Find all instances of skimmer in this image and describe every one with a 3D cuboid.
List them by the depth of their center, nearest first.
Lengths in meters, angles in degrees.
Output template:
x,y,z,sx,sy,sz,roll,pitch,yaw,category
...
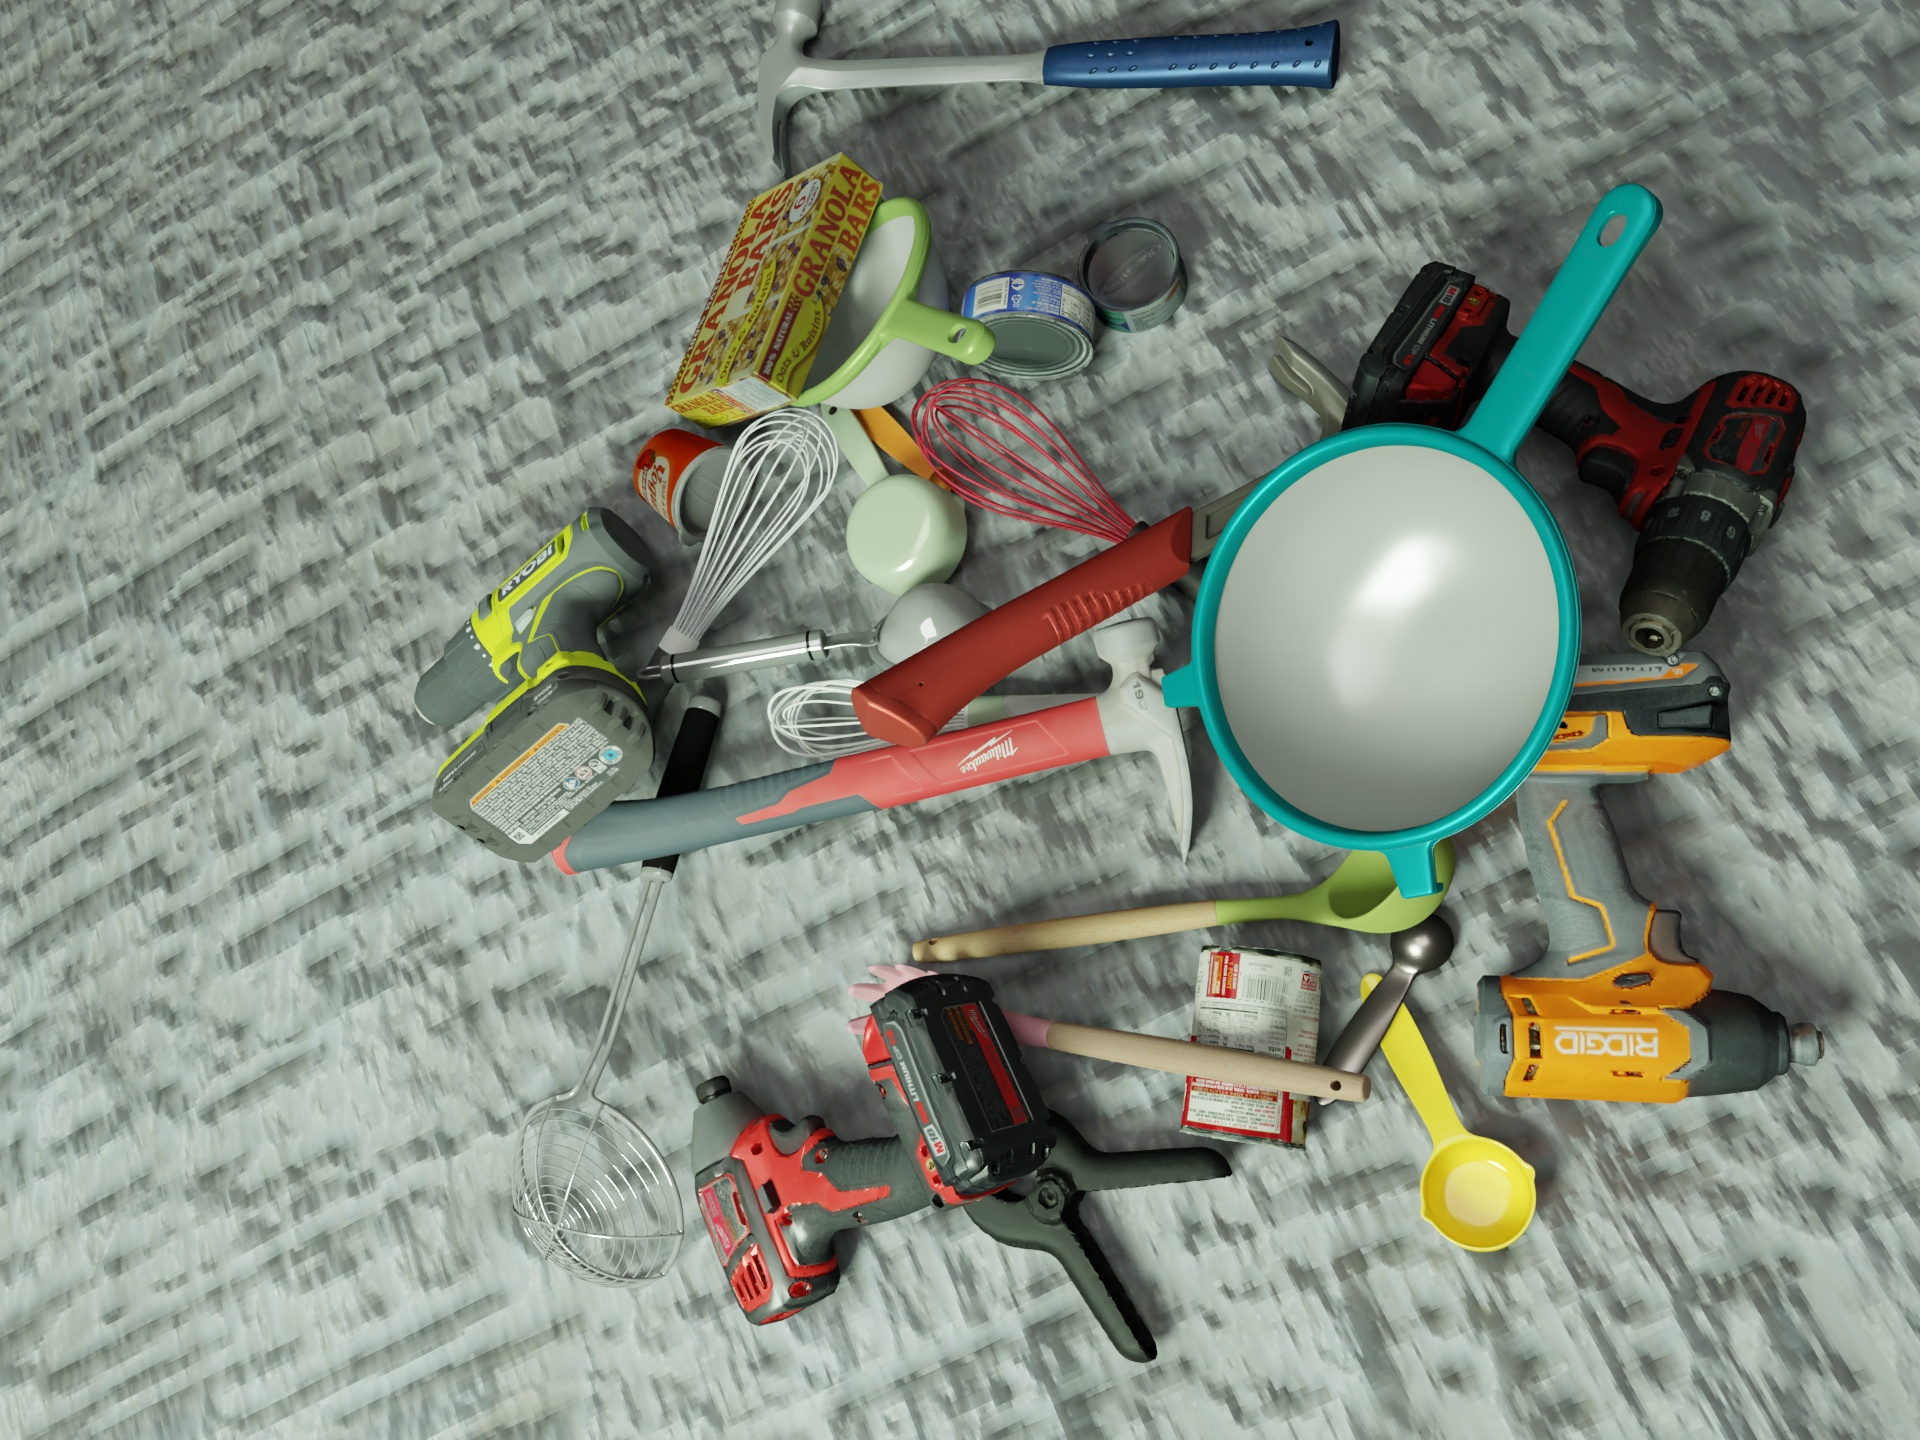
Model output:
x,y,z,sx,sy,sz,roll,pitch,yaw,category
-0.193,0.165,1.003,0.127,0.090,0.363,1,66,29,skimmer

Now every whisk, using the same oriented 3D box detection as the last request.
x,y,z,sx,sy,sz,roll,pitch,yaw,category
0.089,-0.122,0.972,0.296,0.073,0.073,35,89,17,whisk
-0.002,-0.003,0.977,0.246,0.059,0.058,-1,48,13,whisk
-0.167,-0.077,1.042,0.070,0.070,0.284,33,94,22,whisk

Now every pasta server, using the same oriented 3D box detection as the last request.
x,y,z,sx,sy,sz,roll,pitch,yaw,category
0.069,0.176,0.866,0.316,0.040,0.060,2,87,38,pasta server

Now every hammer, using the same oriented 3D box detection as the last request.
x,y,z,sx,sy,sz,roll,pitch,yaw,category
0.093,-0.093,0.898,0.359,0.036,0.149,-29,68,-17,hammer
-0.057,0.052,0.948,0.386,0.038,0.143,-14,91,10,hammer
0.047,-0.437,1.076,0.405,0.035,0.144,6,78,19,hammer

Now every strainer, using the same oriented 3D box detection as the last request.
x,y,z,sx,sy,sz,roll,pitch,yaw,category
0.257,-0.093,0.793,0.211,0.095,0.340,43,115,37,strainer
-0.027,-0.239,0.988,0.151,0.069,0.257,-59,34,4,strainer
-0.082,-0.049,0.993,0.258,0.050,0.087,-9,37,10,strainer

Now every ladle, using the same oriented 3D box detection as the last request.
x,y,z,sx,sy,sz,roll,pitch,yaw,category
0.118,0.103,0.905,0.320,0.078,0.062,-10,118,19,ladle

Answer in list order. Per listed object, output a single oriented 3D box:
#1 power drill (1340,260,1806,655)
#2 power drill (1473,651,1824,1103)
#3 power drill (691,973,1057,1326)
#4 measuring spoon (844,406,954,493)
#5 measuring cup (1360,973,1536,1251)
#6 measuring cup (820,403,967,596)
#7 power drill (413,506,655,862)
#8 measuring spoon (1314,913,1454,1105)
x,y,z,sx,sy,sz,roll,pitch,yaw,category
0.322,-0.141,0.858,0.227,0.080,0.188,26,61,18,power drill
0.350,0.082,0.823,0.164,0.084,0.226,-1,80,17,power drill
-0.066,0.235,0.894,0.219,0.078,0.143,-37,67,28,power drill
-0.042,-0.185,1.056,0.021,0.011,0.117,-50,64,12,measuring spoon
0.255,0.208,0.854,0.062,0.029,0.157,-26,58,8,measuring cup
-0.059,-0.155,1.031,0.083,0.038,0.168,-38,66,17,measuring cup
-0.275,-0.019,1.008,0.190,0.080,0.229,-38,35,12,power drill
0.227,0.155,0.865,0.034,0.018,0.124,28,77,33,measuring spoon
